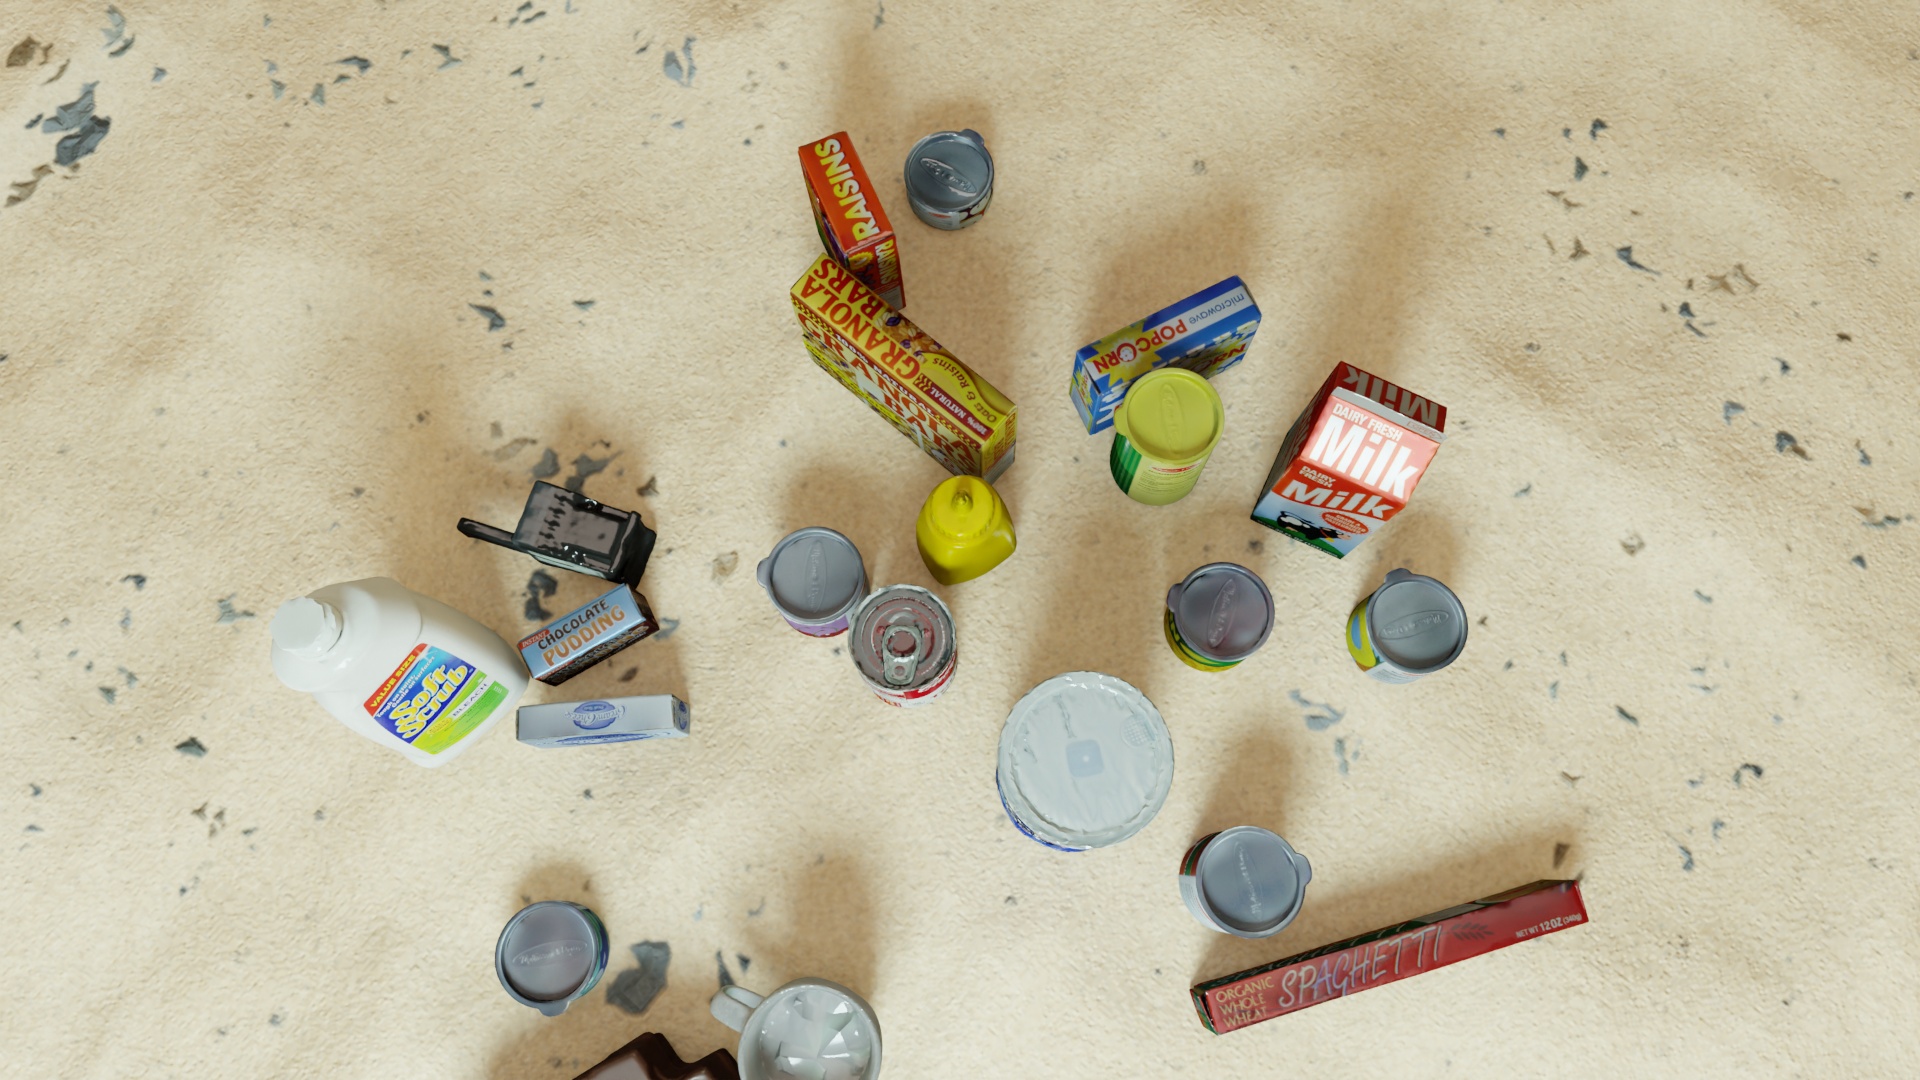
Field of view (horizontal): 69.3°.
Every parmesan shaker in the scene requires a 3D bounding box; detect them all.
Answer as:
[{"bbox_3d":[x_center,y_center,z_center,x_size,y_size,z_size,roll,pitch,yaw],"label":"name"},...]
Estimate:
[{"bbox_3d":[0.134,-0.068,0.939,0.071,0.103,0.071,0,76,1],"label":"parmesan shaker"}]

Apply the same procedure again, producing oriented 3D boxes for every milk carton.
[{"bbox_3d":[0.249,-0.053,0.889,0.072,0.190,0.073,25,78,6],"label":"milk carton"}]

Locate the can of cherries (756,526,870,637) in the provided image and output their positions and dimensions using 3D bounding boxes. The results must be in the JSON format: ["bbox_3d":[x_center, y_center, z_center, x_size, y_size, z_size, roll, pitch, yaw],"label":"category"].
[{"bbox_3d":[-0.098,0.029,0.940,0.071,0.058,0.071,0,76,1],"label":"can of cherries"}]

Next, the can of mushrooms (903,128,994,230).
[{"bbox_3d":[-0.007,-0.267,1.027,0.071,0.033,0.071,0,76,1],"label":"can of mushrooms"}]

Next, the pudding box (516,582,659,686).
[{"bbox_3d":[-0.250,0.064,0.937,0.084,0.049,0.030,-29,78,-6],"label":"pudding box"}]

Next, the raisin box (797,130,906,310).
[{"bbox_3d":[-0.075,-0.215,0.968,0.040,0.123,0.086,-23,77,-5],"label":"raisin box"}]

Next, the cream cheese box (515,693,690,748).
[{"bbox_3d":[-0.235,0.120,0.921,0.104,0.053,0.024,-5,76,-1],"label":"cream cheese box"}]

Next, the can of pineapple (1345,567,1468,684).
[{"bbox_3d":[0.297,0.059,0.929,0.071,0.057,0.071,0,76,1],"label":"can of pineapple"}]

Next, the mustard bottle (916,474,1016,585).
[{"bbox_3d":[0.003,-0.011,0.897,0.065,0.160,0.049,-26,77,-5],"label":"mustard bottle"}]

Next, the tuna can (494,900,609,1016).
[{"bbox_3d":[-0.261,0.268,0.894,0.071,0.032,0.071,0,76,1],"label":"tuna can"}]

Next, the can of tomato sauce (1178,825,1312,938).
[{"bbox_3d":[0.177,0.214,0.878,0.071,0.083,0.071,0,76,1],"label":"can of tomato sauce"}]

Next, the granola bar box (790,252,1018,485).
[{"bbox_3d":[-0.037,-0.108,0.940,0.166,0.124,0.039,39,80,9],"label":"granola bar box"}]

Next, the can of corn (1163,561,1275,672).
[{"bbox_3d":[0.170,0.052,0.932,0.071,0.058,0.071,0,76,1],"label":"can of corn"}]

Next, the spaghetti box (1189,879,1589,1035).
[{"bbox_3d":[0.269,0.263,0.881,0.250,0.050,0.029,-16,77,-3],"label":"spaghetti box"}]

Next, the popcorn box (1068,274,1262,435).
[{"bbox_3d":[0.140,-0.127,0.963,0.127,0.085,0.038,-26,77,-6],"label":"popcorn box"}]
